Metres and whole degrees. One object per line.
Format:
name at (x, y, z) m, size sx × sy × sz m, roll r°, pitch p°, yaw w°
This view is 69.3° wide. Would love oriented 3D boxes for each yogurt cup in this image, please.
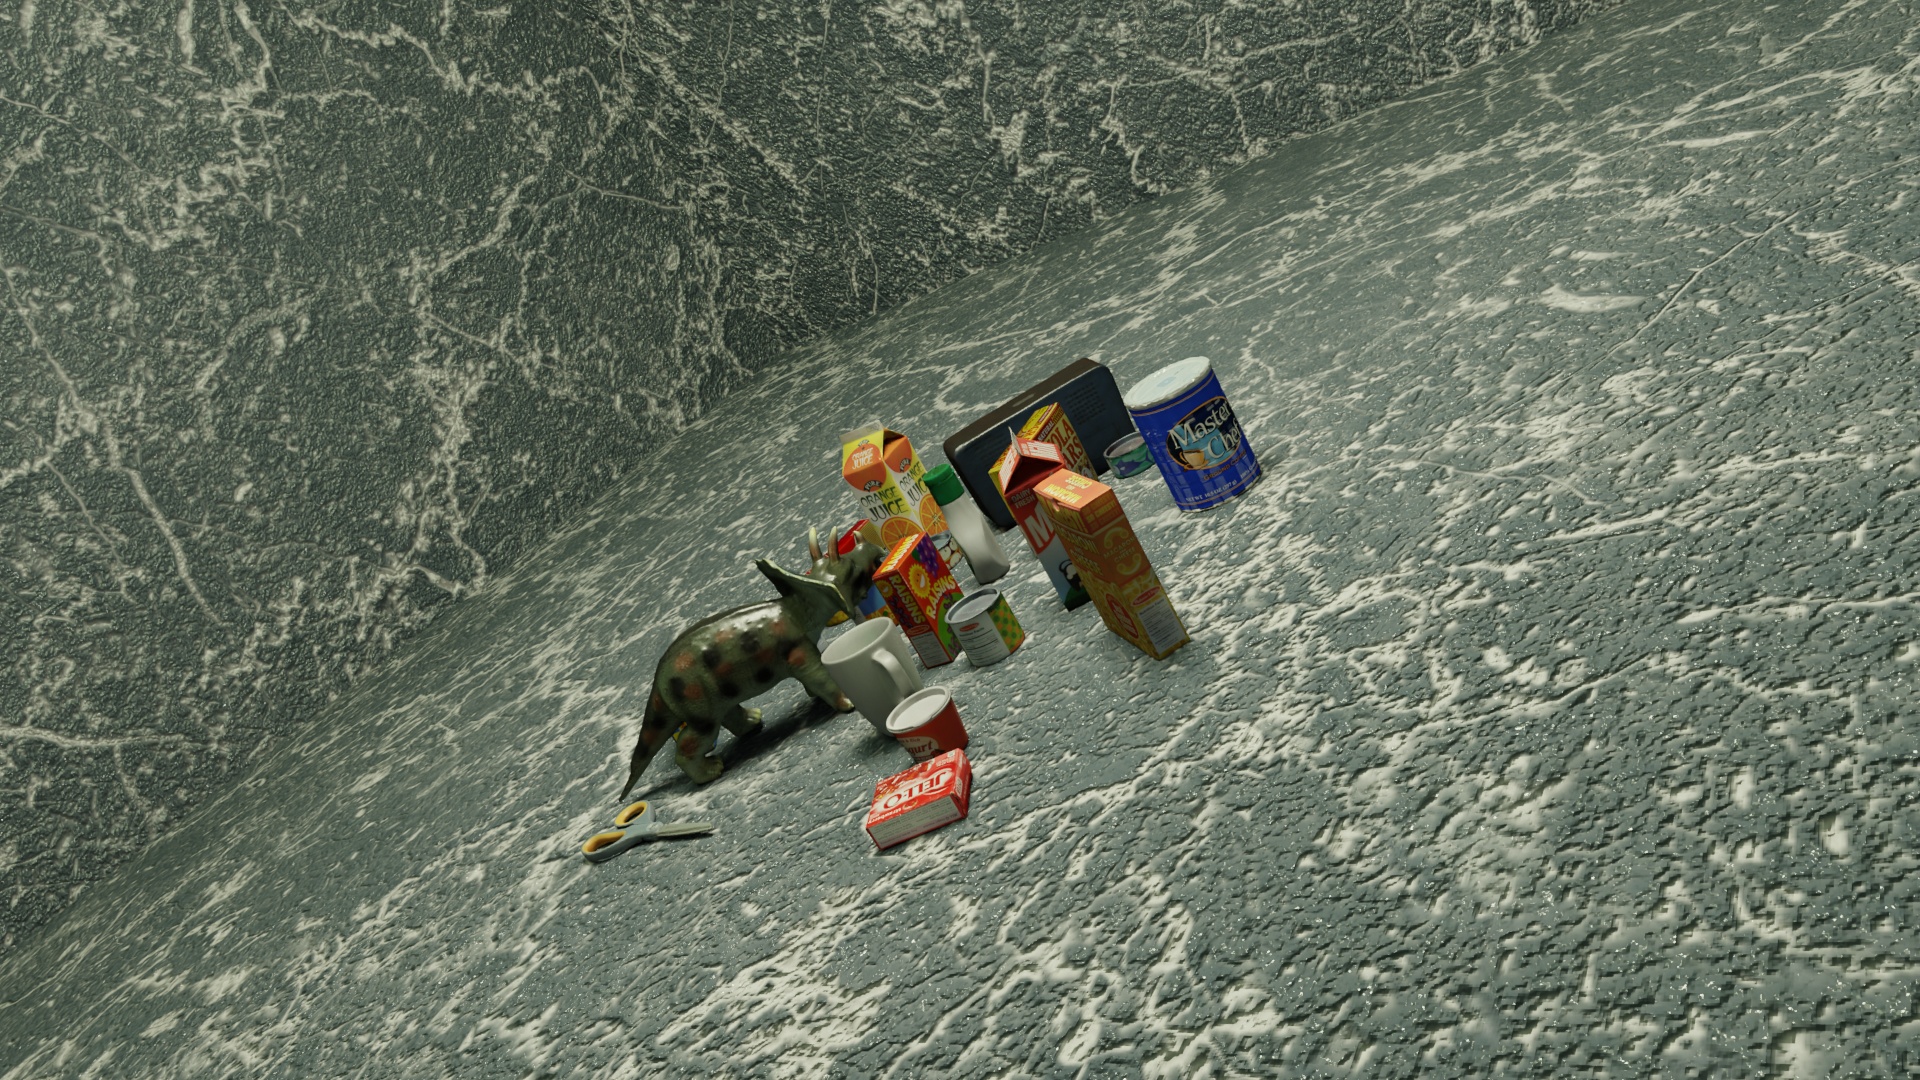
yogurt cup at (-0.028, 0.178, 1.307) m, size 0.072 × 0.054 × 0.072 m, roll -27°, pitch 18°, yaw 9°

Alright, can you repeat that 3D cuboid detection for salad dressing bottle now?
salad dressing bottle at (0.006, -0.021, 1.637) m, size 0.044 × 0.147 × 0.064 m, roll -27°, pitch 18°, yaw 9°

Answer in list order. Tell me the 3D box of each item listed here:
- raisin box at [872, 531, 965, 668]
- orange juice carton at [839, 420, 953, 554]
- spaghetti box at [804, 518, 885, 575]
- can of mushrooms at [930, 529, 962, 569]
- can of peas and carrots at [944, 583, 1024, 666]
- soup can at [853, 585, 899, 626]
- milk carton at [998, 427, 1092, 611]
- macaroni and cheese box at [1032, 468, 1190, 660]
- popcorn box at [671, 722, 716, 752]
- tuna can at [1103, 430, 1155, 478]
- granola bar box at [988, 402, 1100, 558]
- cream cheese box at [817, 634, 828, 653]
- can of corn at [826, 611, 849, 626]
raisin box at (-0.037, 0.064, 1.514) m, size 0.040 × 0.123 × 0.086 m, roll -18°, pitch 21°, yaw 32°
orange juice carton at (-0.087, -0.067, 1.832) m, size 0.071 × 0.192 × 0.073 m, roll -17°, pitch 21°, yaw 34°
spaghetti box at (-0.182, 0.056, 1.878) m, size 0.028 × 0.050 × 0.251 m, roll -15°, pitch 23°, yaw 39°
can of mushrooms at (-0.031, 0.019, 1.774) m, size 0.071 × 0.033 × 0.071 m, roll -27°, pitch 18°, yaw 9°
can of peas and carrots at (0.027, 0.089, 1.455) m, size 0.071 × 0.058 × 0.071 m, roll -27°, pitch 18°, yaw 9°
soup can at (-0.108, 0.065, 1.685) m, size 0.071 × 0.083 × 0.071 m, roll -27°, pitch 18°, yaw 9°
milk carton at (0.097, -0.030, 1.452) m, size 0.073 × 0.190 × 0.072 m, roll -28°, pitch 18°, yaw 7°
macaroni and cheese box at (0.138, 0.021, 1.293) m, size 0.040 × 0.166 × 0.124 m, roll -33°, pitch 18°, yaw -9°
popcorn box at (-0.325, 0.196, 1.661) m, size 0.038 × 0.085 × 0.127 m, roll -28°, pitch 18°, yaw 4°
tuna can at (0.217, -0.109, 1.737) m, size 0.071 × 0.032 × 0.071 m, roll -27°, pitch 18°, yaw 9°
granola bar box at (0.105, -0.074, 1.668) m, size 0.039 × 0.124 × 0.166 m, roll -18°, pitch 21°, yaw 33°
cream cheese box at (-0.216, 0.122, 1.746) m, size 0.103 × 0.053 × 0.024 m, roll -12°, pitch 25°, yaw 43°
can of corn at (-0.164, 0.071, 1.796) m, size 0.071 × 0.058 × 0.071 m, roll -27°, pitch 18°, yaw 9°
